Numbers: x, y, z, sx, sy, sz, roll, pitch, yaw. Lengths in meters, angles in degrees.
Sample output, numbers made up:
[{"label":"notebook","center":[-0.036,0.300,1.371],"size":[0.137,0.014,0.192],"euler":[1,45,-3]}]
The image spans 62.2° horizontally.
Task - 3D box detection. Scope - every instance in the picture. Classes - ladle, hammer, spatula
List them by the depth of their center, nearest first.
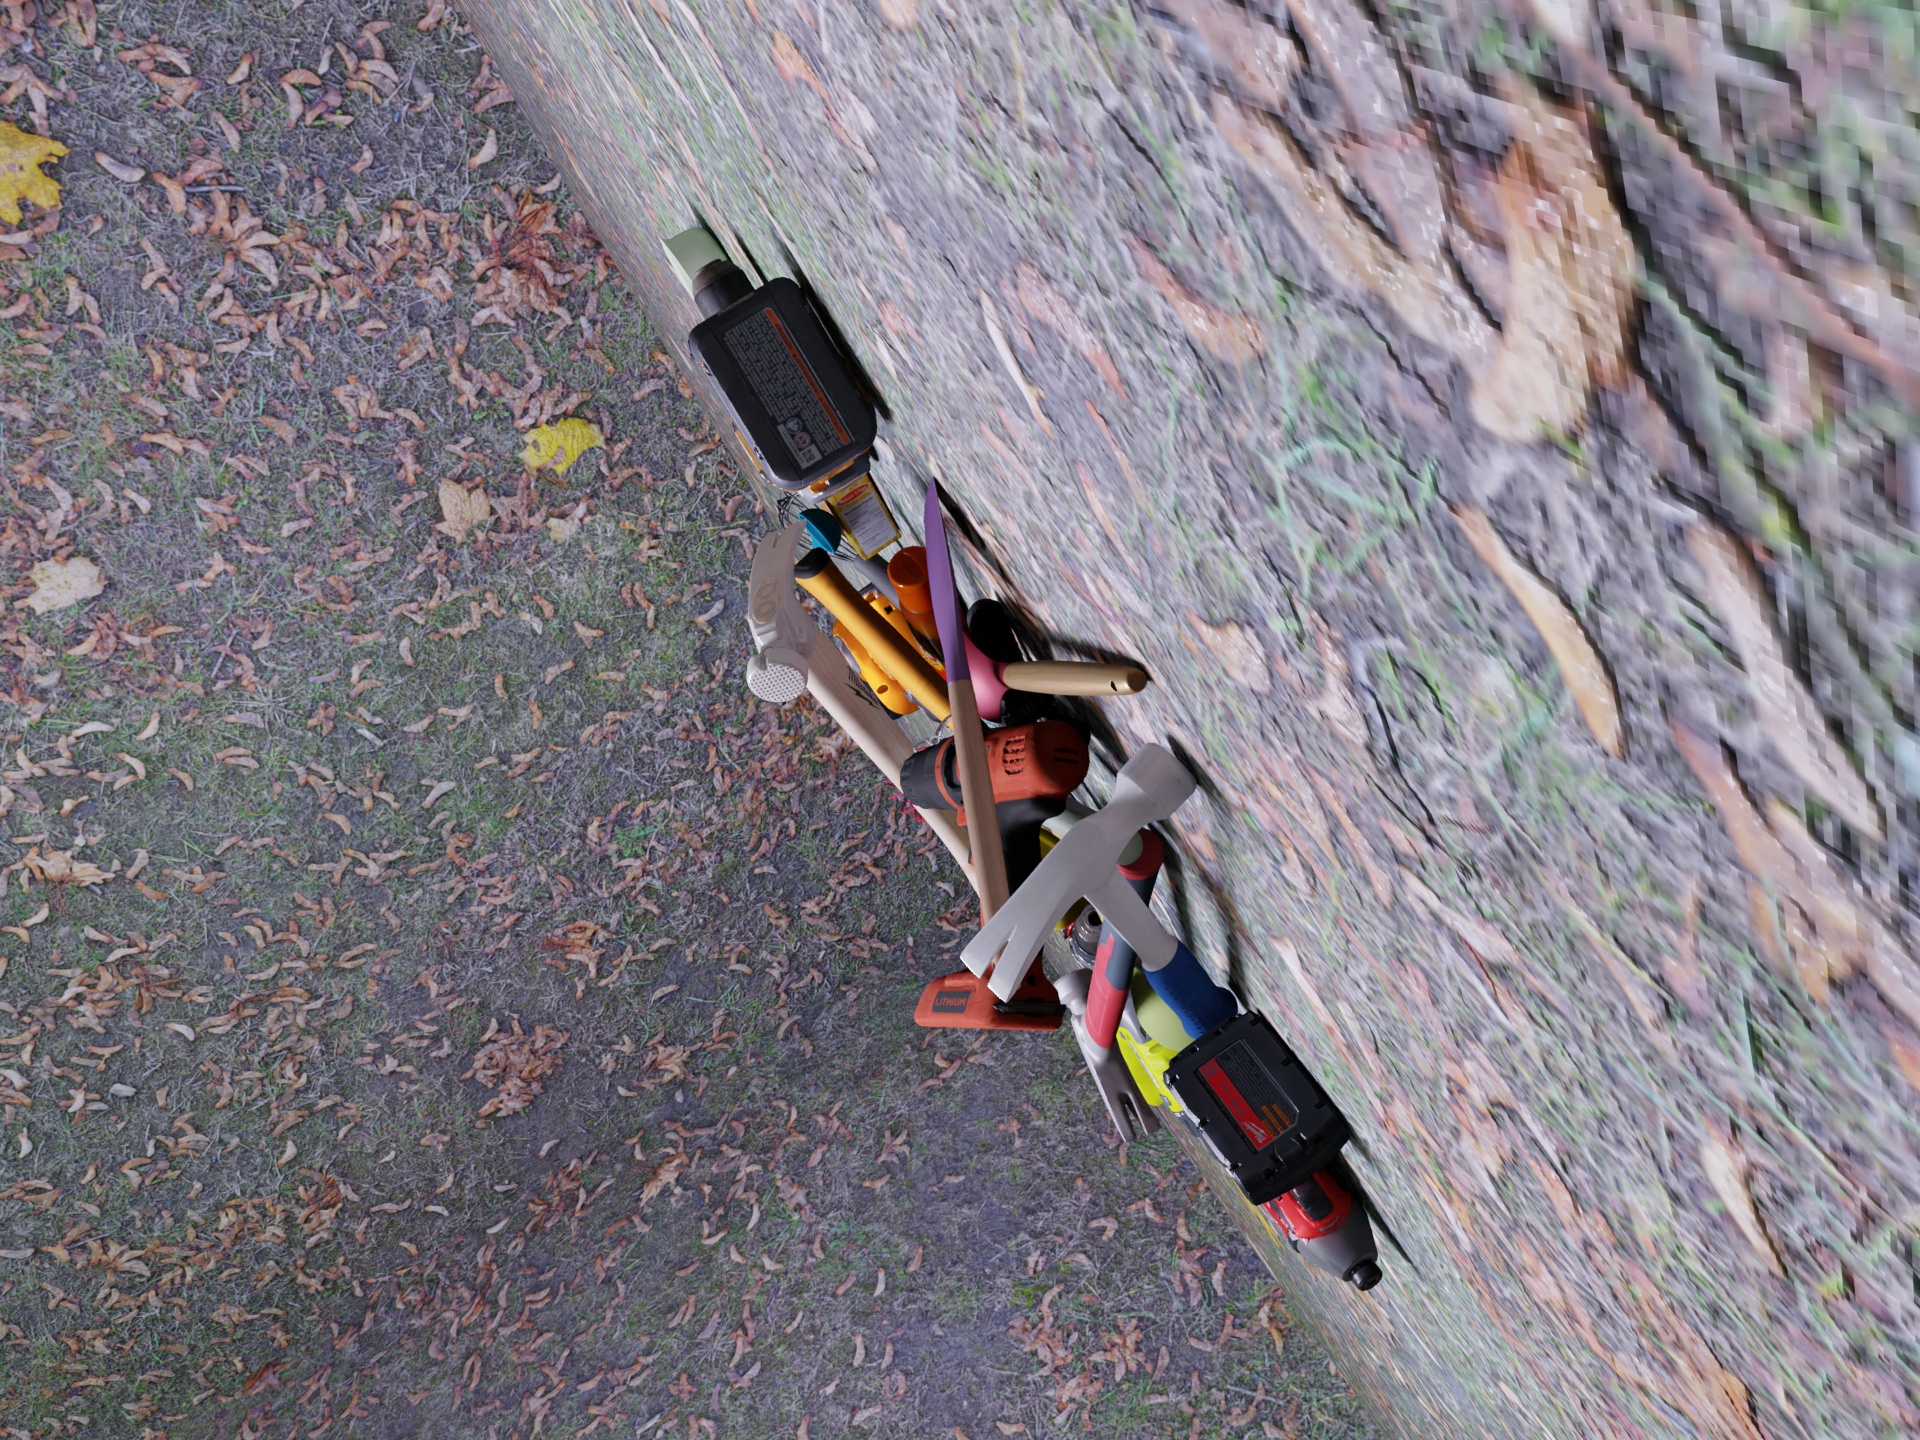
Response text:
[{"label":"ladle","center":[0.040,-0.024,0.884],"size":[0.069,0.031,0.315],"euler":[66,167,-8]},{"label":"spatula","center":[0.003,0.003,0.927],"size":[0.059,0.018,0.316],"euler":[109,154,-64]},{"label":"hammer","center":[0.111,0.139,0.940],"size":[0.035,0.144,0.405],"euler":[42,176,28]},{"label":"hammer","center":[0.118,0.187,1.143],"size":[0.386,0.038,0.143],"euler":[89,159,-61]},{"label":"hammer","center":[-0.036,0.032,1.169],"size":[0.410,0.038,0.146],"euler":[53,-155,-43]},{"label":"hammer","center":[-0.002,-0.004,1.208],"size":[0.337,0.034,0.127],"euler":[45,172,6]},{"label":"ladle","center":[0.120,0.131,1.299],"size":[0.320,0.062,0.078],"euler":[62,177,33]}]

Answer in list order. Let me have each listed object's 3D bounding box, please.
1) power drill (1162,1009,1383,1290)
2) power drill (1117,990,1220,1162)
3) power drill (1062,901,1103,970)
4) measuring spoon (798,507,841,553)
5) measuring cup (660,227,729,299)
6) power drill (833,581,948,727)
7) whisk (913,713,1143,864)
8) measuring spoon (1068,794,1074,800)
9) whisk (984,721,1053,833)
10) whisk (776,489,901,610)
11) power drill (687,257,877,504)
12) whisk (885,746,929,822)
[{"label":"power drill","center":[0.226,0.305,1.096],"size":[0.143,0.078,0.219],"euler":[53,177,42]},{"label":"power drill","center":[0.205,0.340,1.575],"size":[0.190,0.080,0.228],"euler":[57,173,0]},{"label":"power drill","center":[0.086,0.148,1.515],"size":[0.227,0.080,0.187],"euler":[52,175,21]},{"label":"measuring spoon","center":[-0.109,-0.148,1.309],"size":[0.042,0.021,0.128],"euler":[46,173,6]},{"label":"measuring cup","center":[-0.215,-0.374,1.316],"size":[0.083,0.038,0.168],"euler":[59,177,-26]},{"label":"power drill","center":[-0.047,-0.054,1.492],"size":[0.164,0.084,0.226],"euler":[57,172,-5]},{"label":"whisk","center":[0.042,0.047,1.050],"size":[0.057,0.059,0.246],"euler":[8,-170,-33]},{"label":"measuring spoon","center":[0.094,0.082,1.290],"size":[0.124,0.018,0.034],"euler":[54,178,33]},{"label":"whisk","center":[0.048,0.065,1.432],"size":[0.245,0.051,0.047],"euler":[56,170,50]},{"label":"whisk","center":[-0.083,-0.135,1.364],"size":[0.239,0.055,0.055],"euler":[41,168,33]},{"label":"power drill","center":[-0.127,-0.237,1.069],"size":[0.185,0.084,0.226],"euler":[59,180,-8]},{"label":"whisk","center":[0.001,0.044,1.410],"size":[0.073,0.073,0.296],"euler":[57,156,-3]}]
